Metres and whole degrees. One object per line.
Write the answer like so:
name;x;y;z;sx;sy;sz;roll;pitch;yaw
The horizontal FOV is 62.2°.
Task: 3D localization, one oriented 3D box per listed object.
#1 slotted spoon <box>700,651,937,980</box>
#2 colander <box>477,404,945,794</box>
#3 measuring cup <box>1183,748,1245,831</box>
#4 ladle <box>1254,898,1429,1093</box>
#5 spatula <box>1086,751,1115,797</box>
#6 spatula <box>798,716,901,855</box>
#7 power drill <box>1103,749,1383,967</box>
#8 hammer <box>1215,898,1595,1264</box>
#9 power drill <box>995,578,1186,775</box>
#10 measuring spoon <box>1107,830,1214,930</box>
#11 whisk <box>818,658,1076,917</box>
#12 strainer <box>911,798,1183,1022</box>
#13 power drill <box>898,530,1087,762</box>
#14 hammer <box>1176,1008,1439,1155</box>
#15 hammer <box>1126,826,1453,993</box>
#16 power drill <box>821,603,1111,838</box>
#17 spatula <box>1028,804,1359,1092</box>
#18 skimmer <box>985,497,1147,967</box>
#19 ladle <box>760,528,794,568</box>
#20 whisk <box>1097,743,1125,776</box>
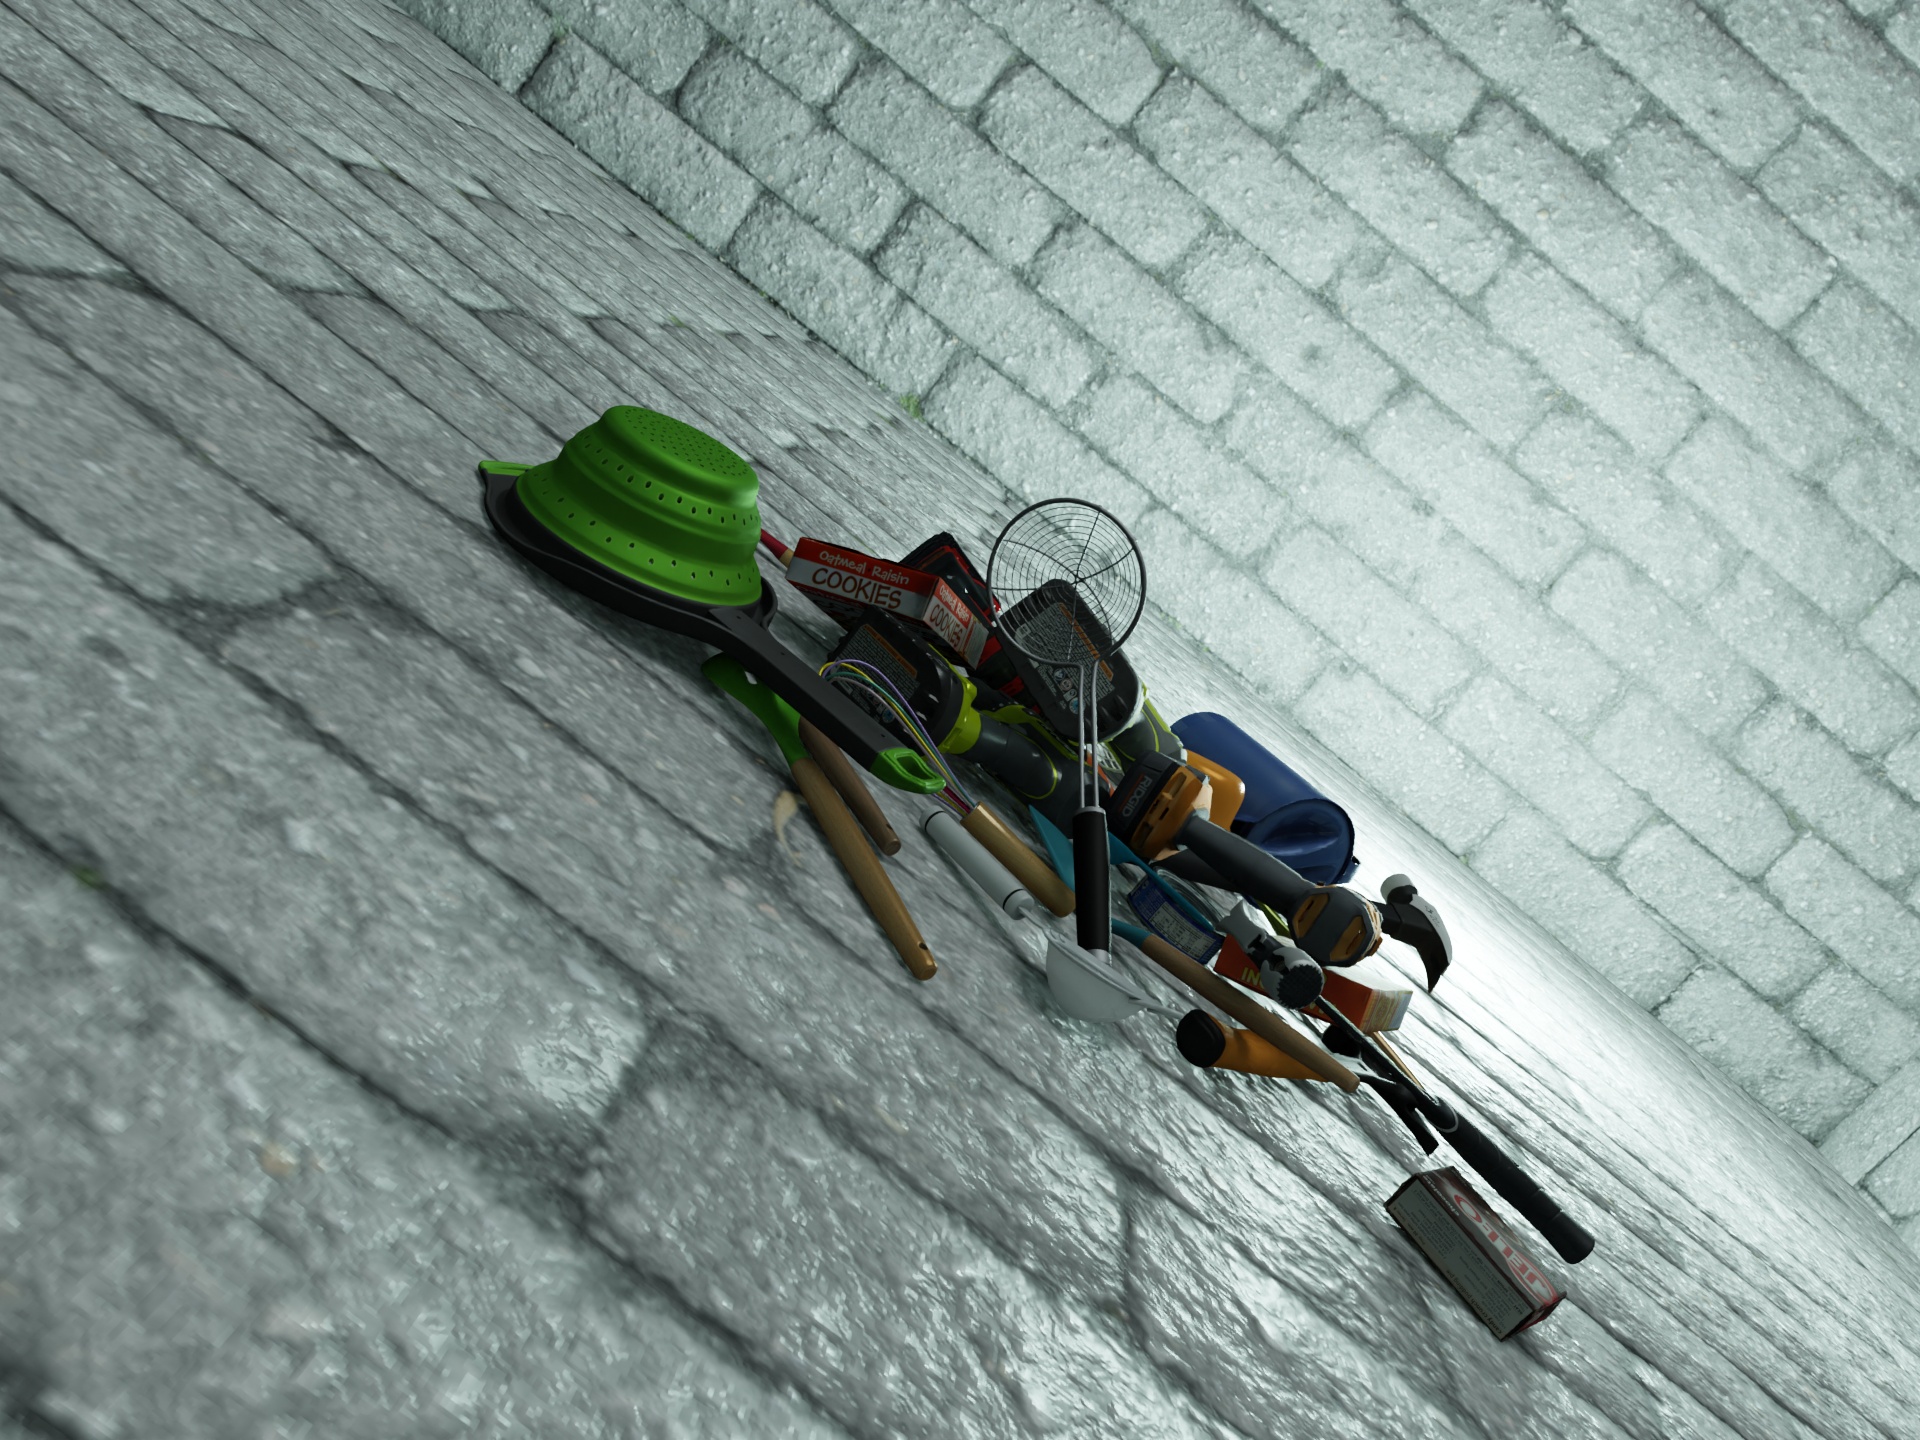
slotted spoon;-0.084;0.044;0.964;0.070;0.031;0.314;12;29;-39
colander;-0.142;-0.098;1.019;0.397;0.094;0.204;38;20;24
measuring cup;0.220;0.054;1.524;0.095;0.052;0.174;26;9;-7
ladle;0.301;0.223;1.425;0.320;0.062;0.078;51;16;19
spatula;0.118;0.020;1.580;0.081;0.041;0.323;21;21;-51
spatula;-0.112;-0.009;1.085;0.059;0.018;0.316;24;19;-42
power drill;0.236;0.118;1.272;0.226;0.084;0.185;34;5;19
hammer;0.329;0.270;1.146;0.408;0.036;0.149;43;3;-20
power drill;0.110;-0.034;1.351;0.171;0.080;0.223;57;8;19
measuring spoon;0.143;0.126;1.226;0.128;0.021;0.042;41;-7;-4
whisk;-0.011;0.051;1.106;0.245;0.051;0.047;45;12;-6
strainer;0.041;0.124;1.014;0.259;0.050;0.086;42;6;40
power drill;0.033;-0.058;1.499;0.187;0.080;0.227;50;3;-45
hammer;0.257;0.257;1.173;0.336;0.034;0.127;23;19;-51
hammer;0.279;0.150;1.389;0.334;0.035;0.146;17;26;-16
power drill;-0.002;-0.004;1.251;0.228;0.080;0.191;29;12;-46
spatula;0.156;0.160;1.116;0.318;0.044;0.082;33;-7;41
skimmer;0.078;0.002;1.135;0.090;0.127;0.364;51;32;-47
ladle;-0.137;-0.133;1.424;0.315;0.031;0.069;40;15;-5
whisk;0.129;-0.001;1.555;0.059;0.058;0.247;66;-7;-26
